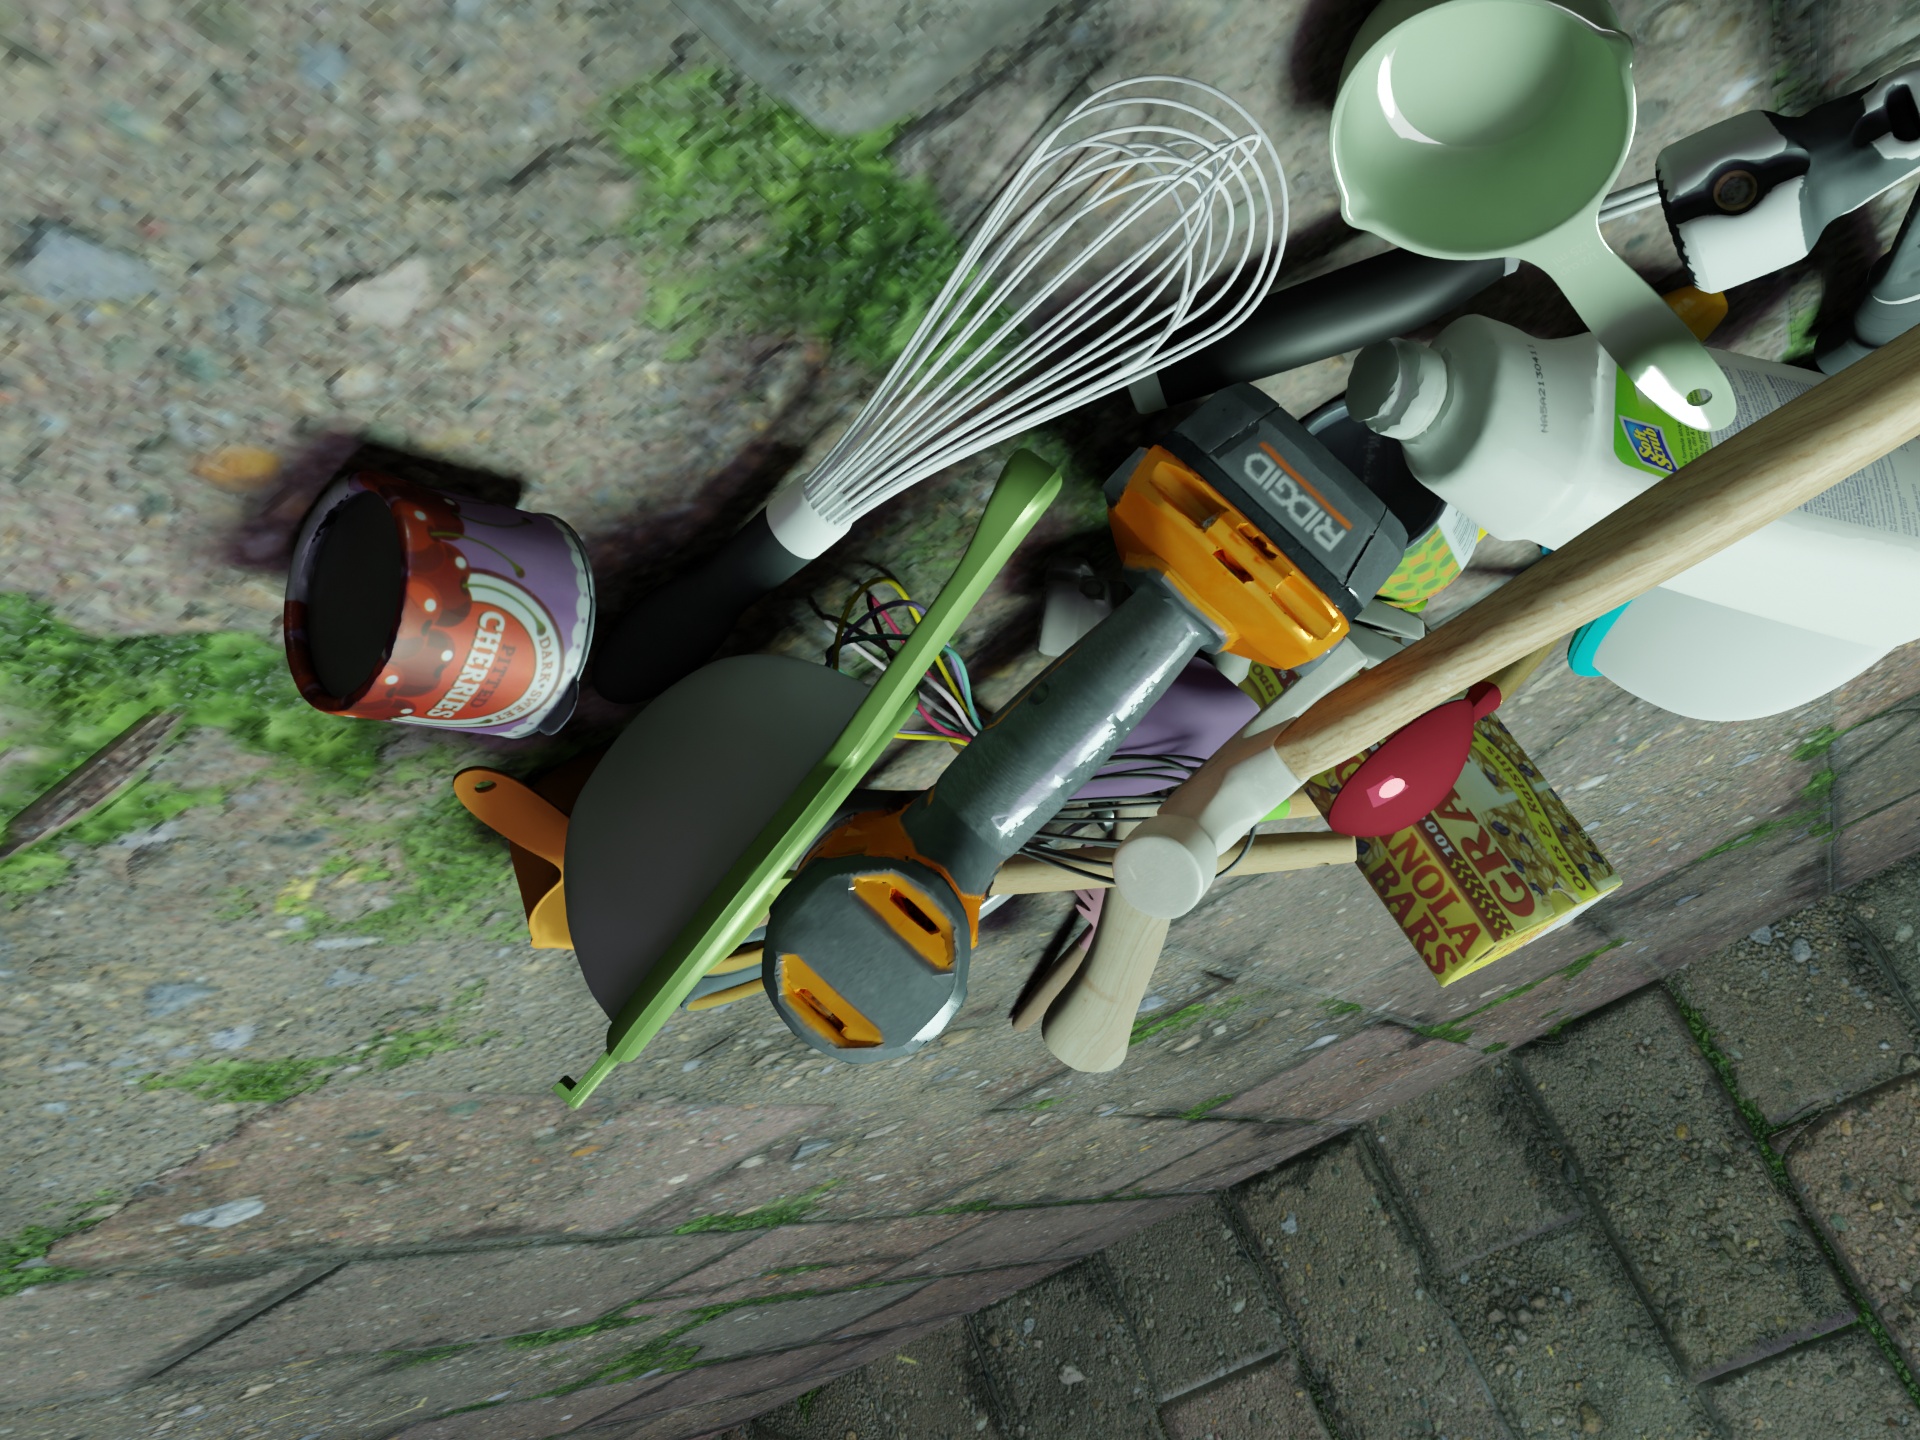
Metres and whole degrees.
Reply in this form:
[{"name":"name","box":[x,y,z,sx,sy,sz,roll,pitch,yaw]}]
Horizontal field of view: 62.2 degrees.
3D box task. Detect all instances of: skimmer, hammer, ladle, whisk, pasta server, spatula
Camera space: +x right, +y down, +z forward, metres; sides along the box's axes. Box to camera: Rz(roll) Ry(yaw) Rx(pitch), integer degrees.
[{"name":"skimmer","box":[0.216,-0.190,0.482,0.363,0.090,0.127,-18,163,12]},{"name":"hammer","box":[0.096,0.073,0.754,0.146,0.038,0.410,8,145,3]},{"name":"ladle","box":[0.005,0.079,0.674,0.320,0.062,0.078,-6,165,10]},{"name":"whisk","box":[0.000,-0.004,0.654,0.051,0.047,0.244,-17,161,14]},{"name":"hammer","box":[0.188,-0.045,0.463,0.331,0.031,0.130,-36,-179,36]},{"name":"pasta server","box":[0.073,0.144,1.025,0.060,0.040,0.316,-14,157,-19]},{"name":"whisk","box":[-0.023,-0.077,0.470,0.284,0.070,0.070,-35,153,33]},{"name":"whisk","box":[0.001,0.041,0.635,0.239,0.055,0.055,-3,165,27]},{"name":"ladle","box":[0.240,-0.019,0.711,0.315,0.031,0.069,-31,156,-50]},{"name":"spatula","box":[-0.003,0.045,0.689,0.059,0.018,0.316,38,136,-27]},{"name":"hammer","box":[0.311,-0.151,0.506,0.149,0.036,0.409,-19,176,26]}]

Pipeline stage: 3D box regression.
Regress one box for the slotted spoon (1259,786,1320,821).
[{"name":"slotted spoon","box":[0.205,0.050,0.945,0.313,0.031,0.070,-5,126,-39]}]

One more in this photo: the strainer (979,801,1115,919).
[{"name":"strainer","box":[0.065,0.049,0.813,0.258,0.050,0.086,-28,162,-3]}]

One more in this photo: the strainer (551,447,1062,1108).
[{"name":"strainer","box":[-0.059,-0.001,0.474,0.256,0.069,0.151,-52,-179,41]}]

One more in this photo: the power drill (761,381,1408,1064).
[{"name":"power drill","box":[0.029,0.003,0.526,0.226,0.084,0.164,-47,-177,3]}]

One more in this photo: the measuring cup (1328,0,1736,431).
[{"name":"measuring cup","box":[0.170,-0.142,0.444,0.167,0.038,0.083,35,139,-28]}]

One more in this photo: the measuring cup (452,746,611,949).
[{"name":"measuring cup","box":[-0.142,0.031,0.585,0.095,0.052,0.173,-25,153,4]}]

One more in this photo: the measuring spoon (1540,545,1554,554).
[{"name":"measuring spoon","box":[0.281,-0.107,0.724,0.042,0.021,0.128,-23,164,0]}]

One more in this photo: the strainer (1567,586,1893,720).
[{"name":"strainer","box":[0.368,-0.059,0.721,0.340,0.095,0.211,-10,146,-50]}]
